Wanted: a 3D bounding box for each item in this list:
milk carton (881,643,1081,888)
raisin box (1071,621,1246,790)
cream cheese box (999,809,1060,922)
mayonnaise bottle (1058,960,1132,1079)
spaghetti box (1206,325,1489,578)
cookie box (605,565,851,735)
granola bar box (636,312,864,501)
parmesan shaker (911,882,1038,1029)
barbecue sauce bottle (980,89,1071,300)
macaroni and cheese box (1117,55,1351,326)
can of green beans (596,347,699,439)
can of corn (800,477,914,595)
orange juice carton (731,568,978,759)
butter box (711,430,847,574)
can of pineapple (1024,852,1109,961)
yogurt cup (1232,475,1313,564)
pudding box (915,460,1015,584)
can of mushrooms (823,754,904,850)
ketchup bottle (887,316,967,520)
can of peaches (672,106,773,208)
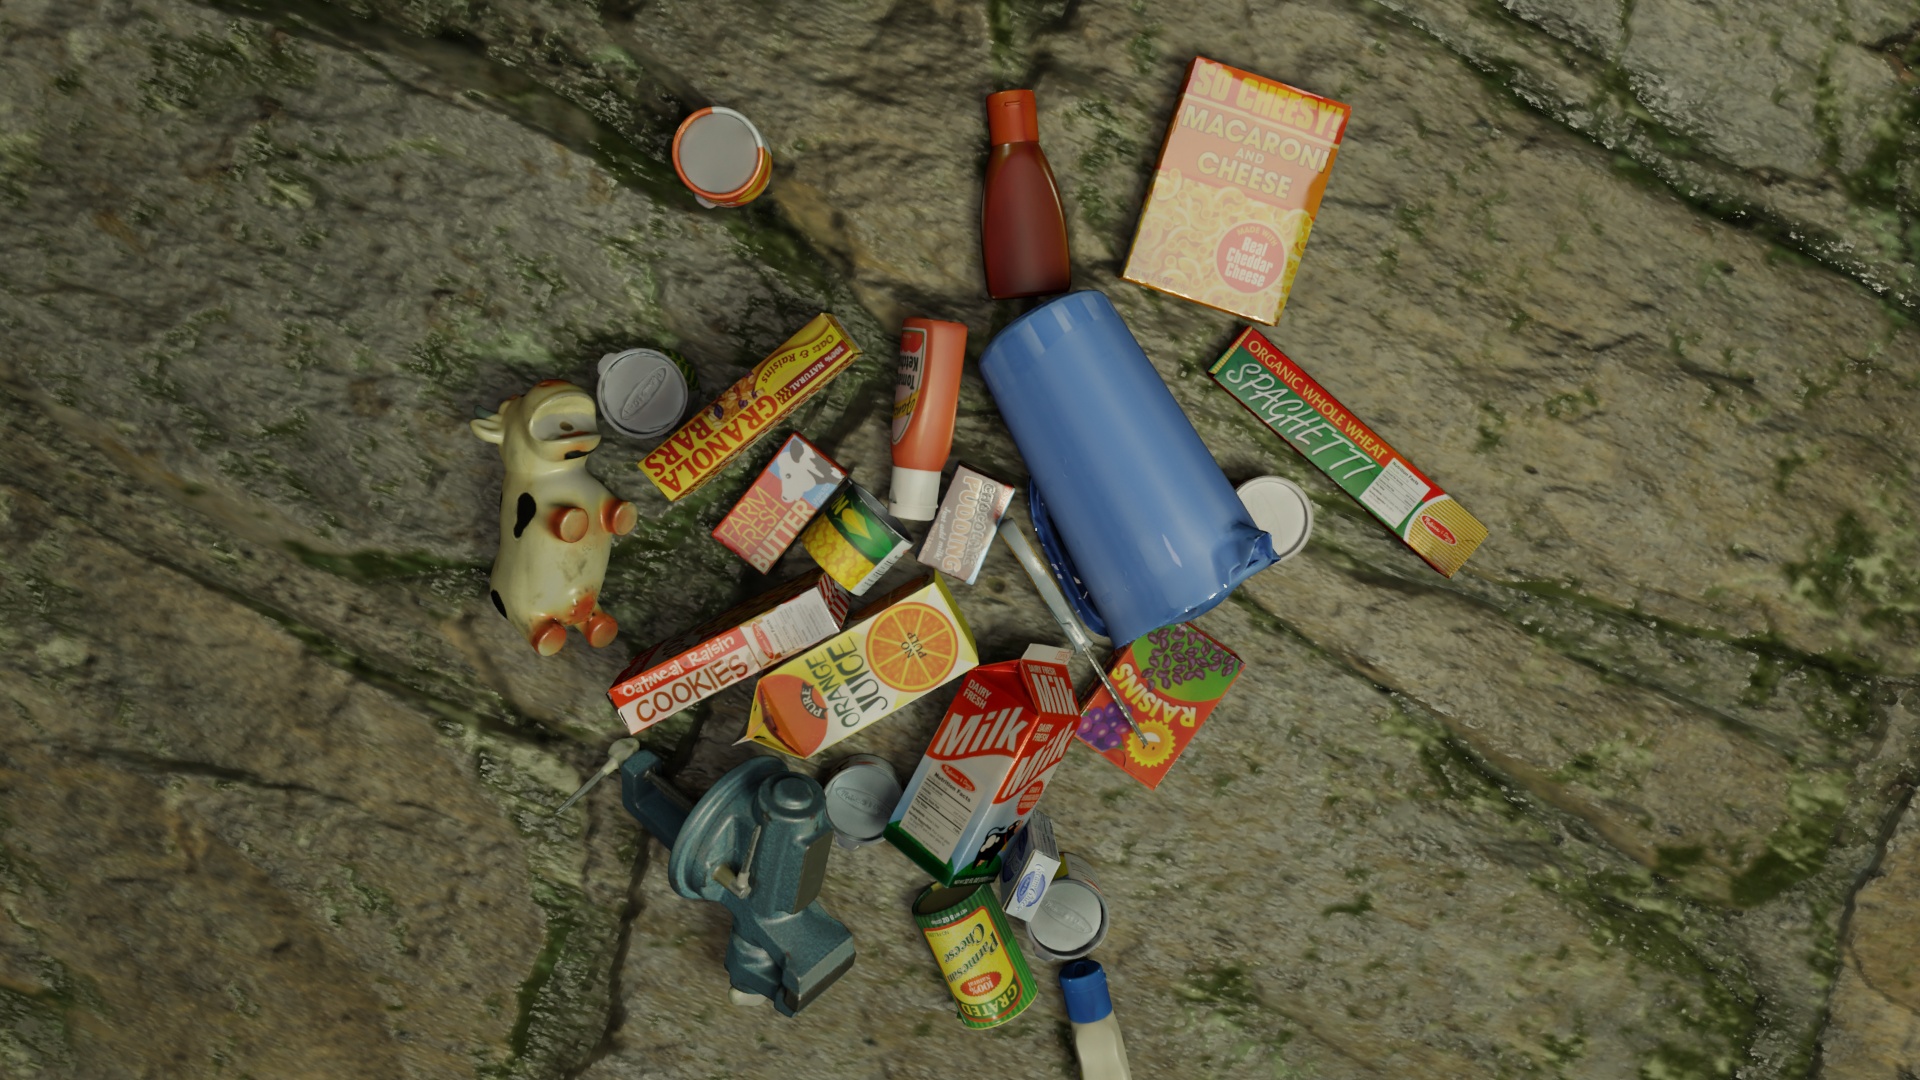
[{"bbox_3d":[0.026,0.163,1.060,0.073,0.072,0.190,32,99,32],"label":"milk carton"},{"bbox_3d":[0.151,0.120,1.087,0.086,0.040,0.123,34,97,-7],"label":"raisin box"},{"bbox_3d":[0.052,0.248,1.070,0.024,0.104,0.053,26,96,-3],"label":"cream cheese box"},{"bbox_3d":[0.113,0.415,1.119,0.041,0.065,0.148,-13,94,4],"label":"mayonnaise bottle"},{"bbox_3d":[0.297,-0.069,1.068,0.250,0.029,0.050,39,96,-7],"label":"spaghetti box"},{"bbox_3d":[-0.168,0.075,1.029,0.167,0.123,0.040,-26,98,3],"label":"cookie box"},{"bbox_3d":[-0.146,-0.098,1.004,0.165,0.124,0.039,-39,97,4],"label":"granola bar box"},{"bbox_3d":[0.008,0.324,1.099,0.071,0.071,0.103,-24,98,2],"label":"parmesan shaker"},{"bbox_3d":[0.044,-0.255,1.027,0.065,0.044,0.148,-6,98,-1],"label":"barbecue sauce bottle"},{"bbox_3d":[0.202,-0.257,1.033,0.124,0.040,0.166,17,98,-4],"label":"macaroni and cheese box"},{"bbox_3d":[-0.231,-0.111,1.033,0.071,0.058,0.071,0,99,-1],"label":"can of green beans"},{"bbox_3d":[-0.080,-0.003,1.049,0.071,0.071,0.058,44,96,-7],"label":"can of corn"},{"bbox_3d":[-0.086,0.102,1.061,0.193,0.072,0.073,-29,98,2],"label":"orange juice carton"},{"bbox_3d":[-0.138,-0.028,1.064,0.053,0.024,0.103,39,95,-7],"label":"butter box"},{"bbox_3d":[0.080,0.289,1.100,0.071,0.058,0.071,0,98,-1],"label":"can of pineapple"},{"bbox_3d":[0.229,-0.018,1.061,0.072,0.054,0.072,0,99,-2],"label":"yogurt cup"},{"bbox_3d":[0.004,-0.013,1.068,0.050,0.030,0.083,24,97,-5],"label":"pudding box"},{"bbox_3d":[-0.078,0.206,1.096,0.071,0.033,0.071,0,98,-2],"label":"can of mushrooms"},{"bbox_3d":[-0.027,-0.091,1.037,0.043,0.065,0.148,4,98,-24],"label":"ketchup bottle"},{"bbox_3d":[-0.174,-0.276,1.010,0.071,0.058,0.071,0,98,-2],"label":"can of peaches"}]
